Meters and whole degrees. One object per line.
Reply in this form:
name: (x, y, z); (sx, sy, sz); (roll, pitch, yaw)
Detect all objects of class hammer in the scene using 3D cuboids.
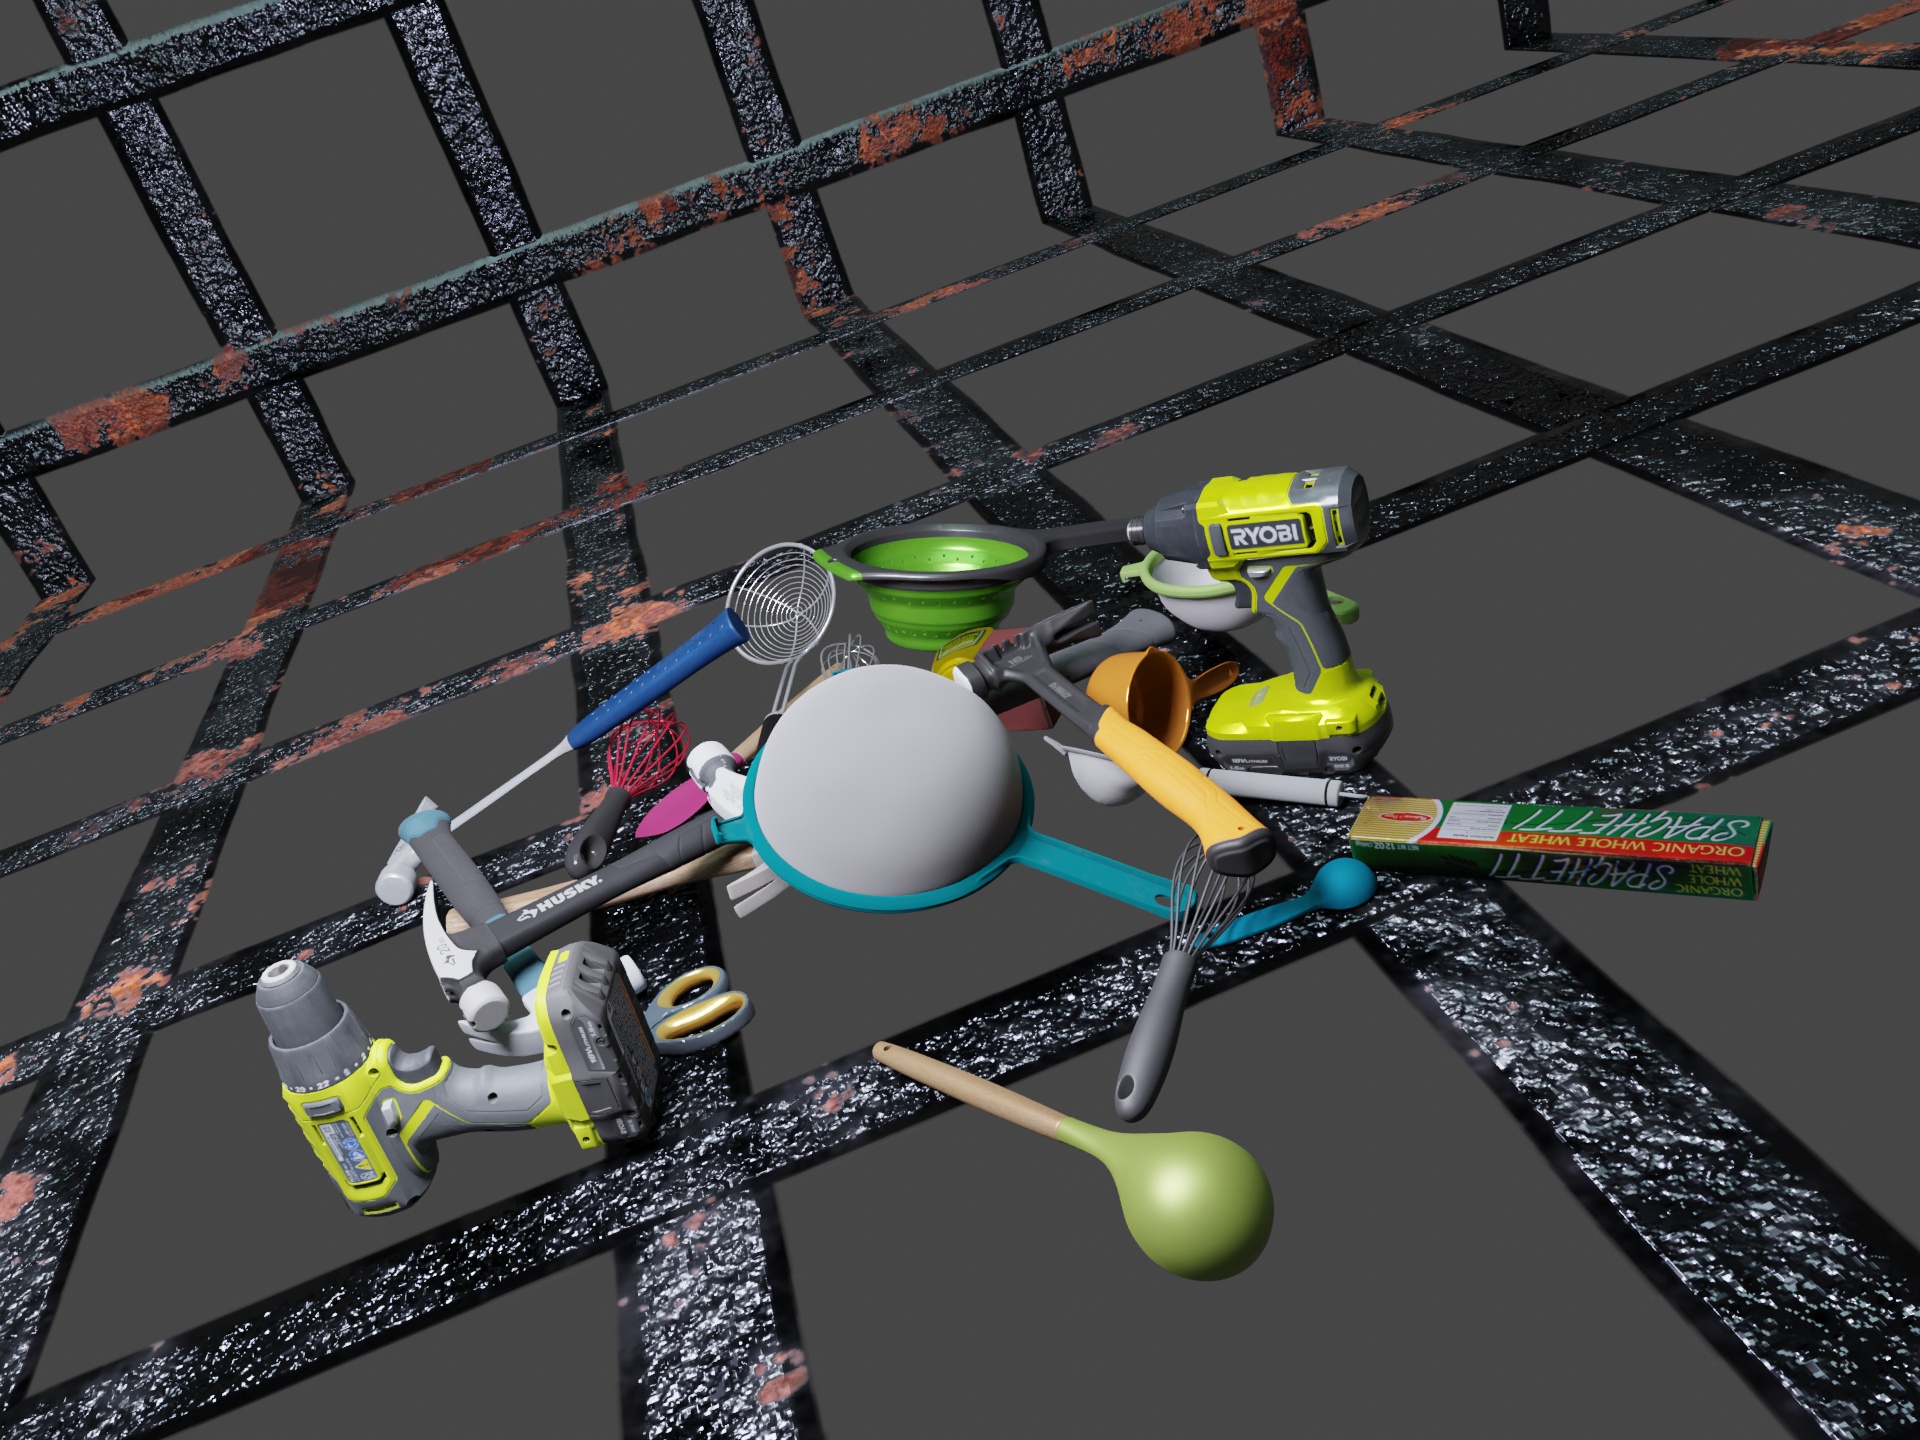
hammer: (-0.002, -0.004, 1.256); (0.409, 0.036, 0.149); (-23, 39, -21)
hammer: (-0.365, 0.022, 1.464); (0.405, 0.035, 0.144); (-34, 23, 10)
hammer: (0.120, 0.011, 1.124); (0.127, 0.034, 0.337); (-27, 35, -13)
hammer: (-0.380, 0.159, 1.283); (0.128, 0.033, 0.331); (-33, 41, -20)
hammer: (-0.256, 0.114, 1.245); (0.335, 0.035, 0.146); (-28, 43, -24)
hammer: (-0.275, 0.137, 1.318); (0.331, 0.031, 0.130); (-14, 27, 10)

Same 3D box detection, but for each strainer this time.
strainer: (0.007, 0.048, 1.103); (0.340, 0.095, 0.211); (19, 46, 18)
strainer: (0.175, 0.046, 1.185); (0.258, 0.050, 0.086); (5, -8, 30)
strainer: (0.262, -0.105, 1.372); (0.151, 0.069, 0.257); (-25, 28, -16)

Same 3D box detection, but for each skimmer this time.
skimmer: (-0.181, -0.051, 1.472); (0.127, 0.090, 0.364); (-27, 25, 16)

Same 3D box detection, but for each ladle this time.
ladle: (0.048, 0.240, 0.924); (0.078, 0.062, 0.320); (-38, 26, -29)

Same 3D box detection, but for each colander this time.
colander: (0.056, -0.137, 1.567); (0.397, 0.094, 0.205); (-10, 22, -23)

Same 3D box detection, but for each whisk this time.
whisk: (0.141, 0.153, 0.998); (0.055, 0.055, 0.239); (-2, 39, 30)
whisk: (-0.106, -0.007, 1.459); (0.059, 0.057, 0.247); (11, 32, -7)
whisk: (-0.298, 0.060, 1.412); (0.073, 0.073, 0.296); (-14, 23, 11)

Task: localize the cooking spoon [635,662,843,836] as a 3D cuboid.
cooking spoon: (-0.190, 0.023, 1.459); (0.069, 0.017, 0.319); (-11, 23, 35)

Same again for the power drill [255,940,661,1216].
power drill: (-0.327, 0.220, 1.034); (0.228, 0.190, 0.080); (-13, 28, 4)

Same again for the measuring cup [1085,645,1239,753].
measuring cup: (0.164, -0.022, 1.291); (0.052, 0.095, 0.173); (-1, 14, 40)

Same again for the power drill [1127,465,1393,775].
power drill: (0.224, -0.073, 1.169); (0.171, 0.223, 0.080); (-2, 31, 30)

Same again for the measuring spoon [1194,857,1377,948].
measuring spoon: (0.211, 0.119, 1.046); (0.128, 0.021, 0.042); (-21, 27, -2)
